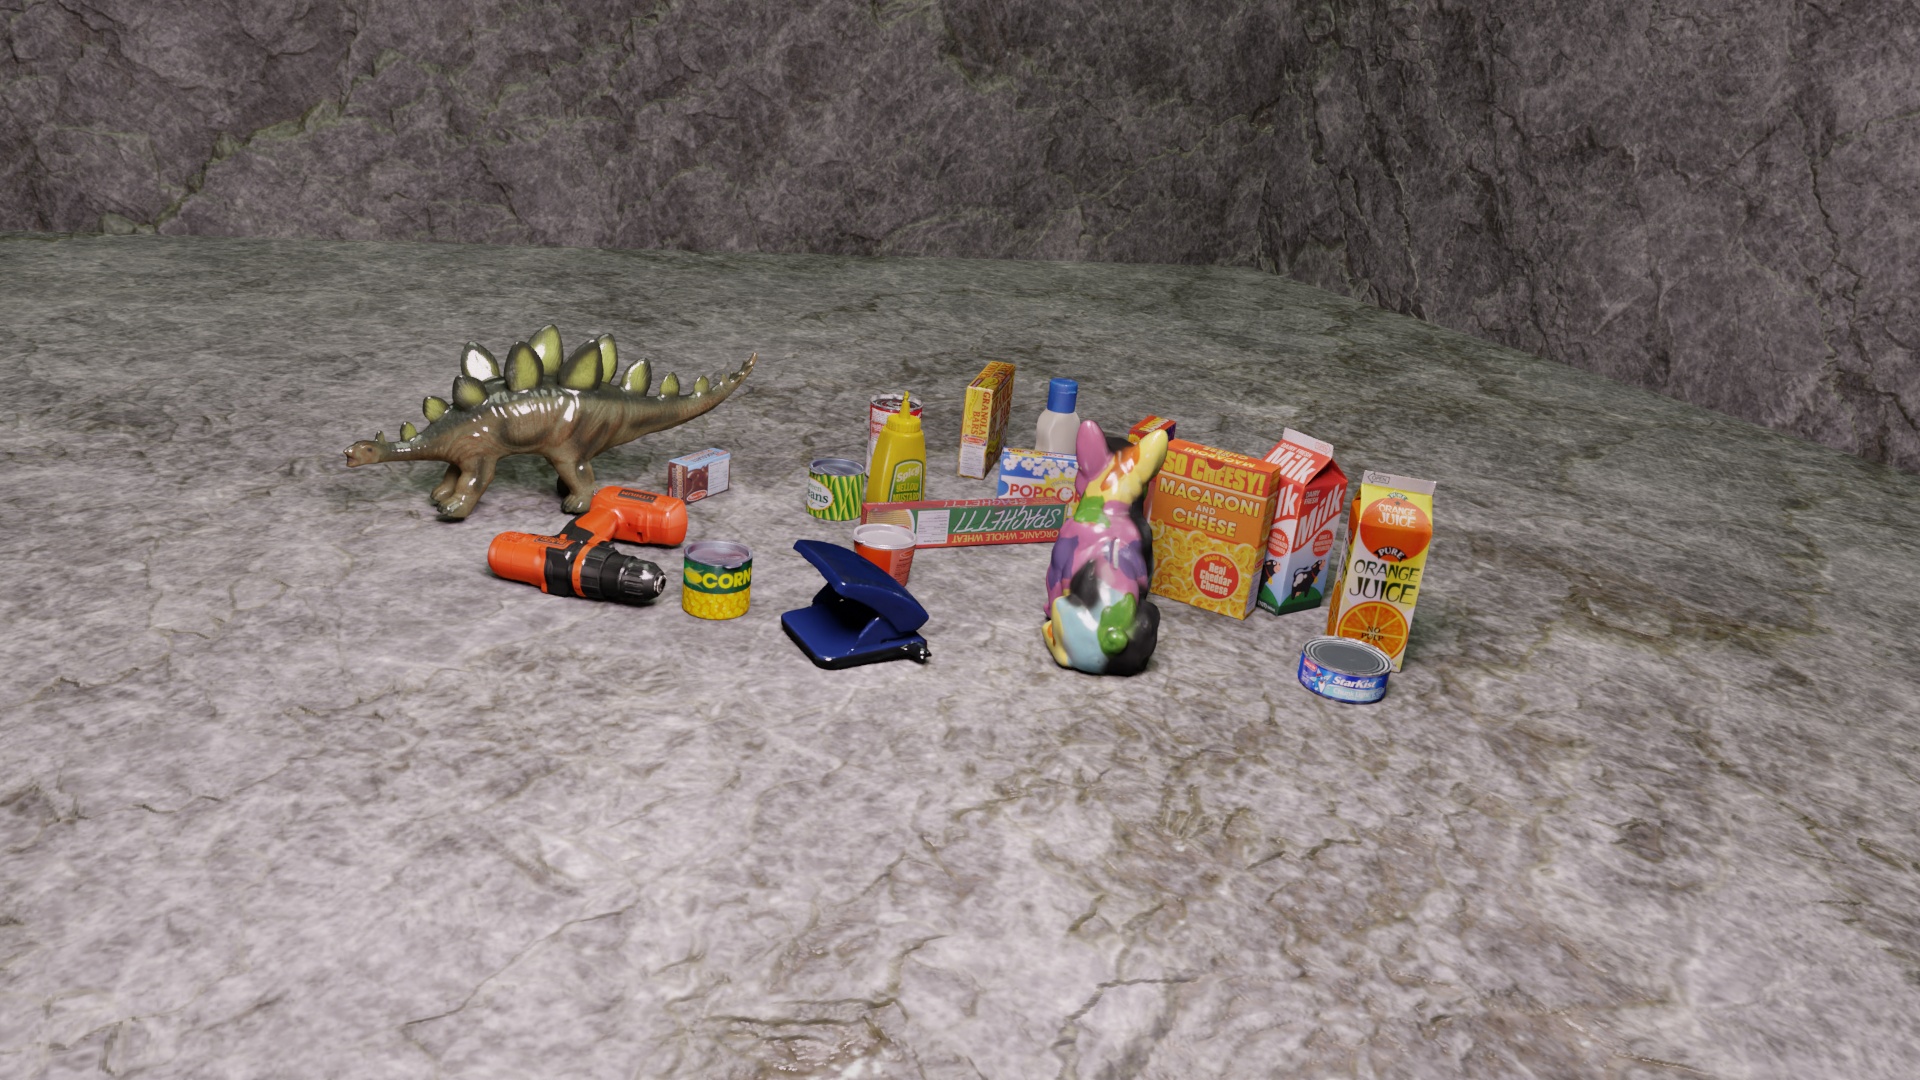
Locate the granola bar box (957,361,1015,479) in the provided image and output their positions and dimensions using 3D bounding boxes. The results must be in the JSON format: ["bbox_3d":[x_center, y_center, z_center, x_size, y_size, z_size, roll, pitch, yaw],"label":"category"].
[{"bbox_3d":[0.035,-0.165,1.884,0.039,0.123,0.166,10,20,9],"label":"granola bar box"}]

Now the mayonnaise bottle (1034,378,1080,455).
[{"bbox_3d":[0.124,-0.134,1.792,0.065,0.147,0.041,-8,24,-35],"label":"mayonnaise bottle"}]

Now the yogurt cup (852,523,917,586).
[{"bbox_3d":[-0.081,0.018,1.453,0.072,0.053,0.072,6,20,-2],"label":"yogurt cup"}]

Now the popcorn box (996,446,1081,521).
[{"bbox_3d":[0.108,-0.063,1.686,0.127,0.085,0.038,7,20,0],"label":"popcorn box"}]

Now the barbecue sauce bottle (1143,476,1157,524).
[{"bbox_3d":[0.211,-0.036,1.554,0.044,0.148,0.065,13,21,18],"label":"barbecue sauce bottle"}]

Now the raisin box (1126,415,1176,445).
[{"bbox_3d":[0.231,-0.086,1.733,0.040,0.123,0.086,15,21,22],"label":"raisin box"}]

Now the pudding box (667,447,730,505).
[{"bbox_3d":[-0.309,-0.077,1.646,0.030,0.049,0.084,16,22,25],"label":"pudding box"}]

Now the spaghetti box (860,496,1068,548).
[{"bbox_3d":[0.006,-0.020,1.588,0.251,0.050,0.029,-3,22,-24],"label":"spaghetti box"}]

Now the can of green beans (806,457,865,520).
[{"bbox_3d":[-0.147,-0.060,1.639,0.071,0.057,0.071,6,20,-2],"label":"can of green beans"}]

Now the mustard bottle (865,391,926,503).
[{"bbox_3d":[-0.071,-0.094,1.605,0.065,0.159,0.049,-8,24,-34],"label":"mustard bottle"}]

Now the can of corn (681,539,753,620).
[{"bbox_3d":[-0.234,0.039,1.342,0.071,0.058,0.071,6,20,-2],"label":"can of corn"}]

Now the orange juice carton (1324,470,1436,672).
[{"bbox_3d":[0.419,0.026,1.386,0.072,0.191,0.073,9,20,7],"label":"orange juice carton"}]

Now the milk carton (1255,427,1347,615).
[{"bbox_3d":[0.358,-0.022,1.501,0.074,0.189,0.072,-8,24,-35],"label":"milk carton"}]

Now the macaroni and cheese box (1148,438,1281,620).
[{"bbox_3d":[0.264,-0.012,1.480,0.124,0.165,0.040,17,22,26],"label":"macaroni and cheese box"}]
